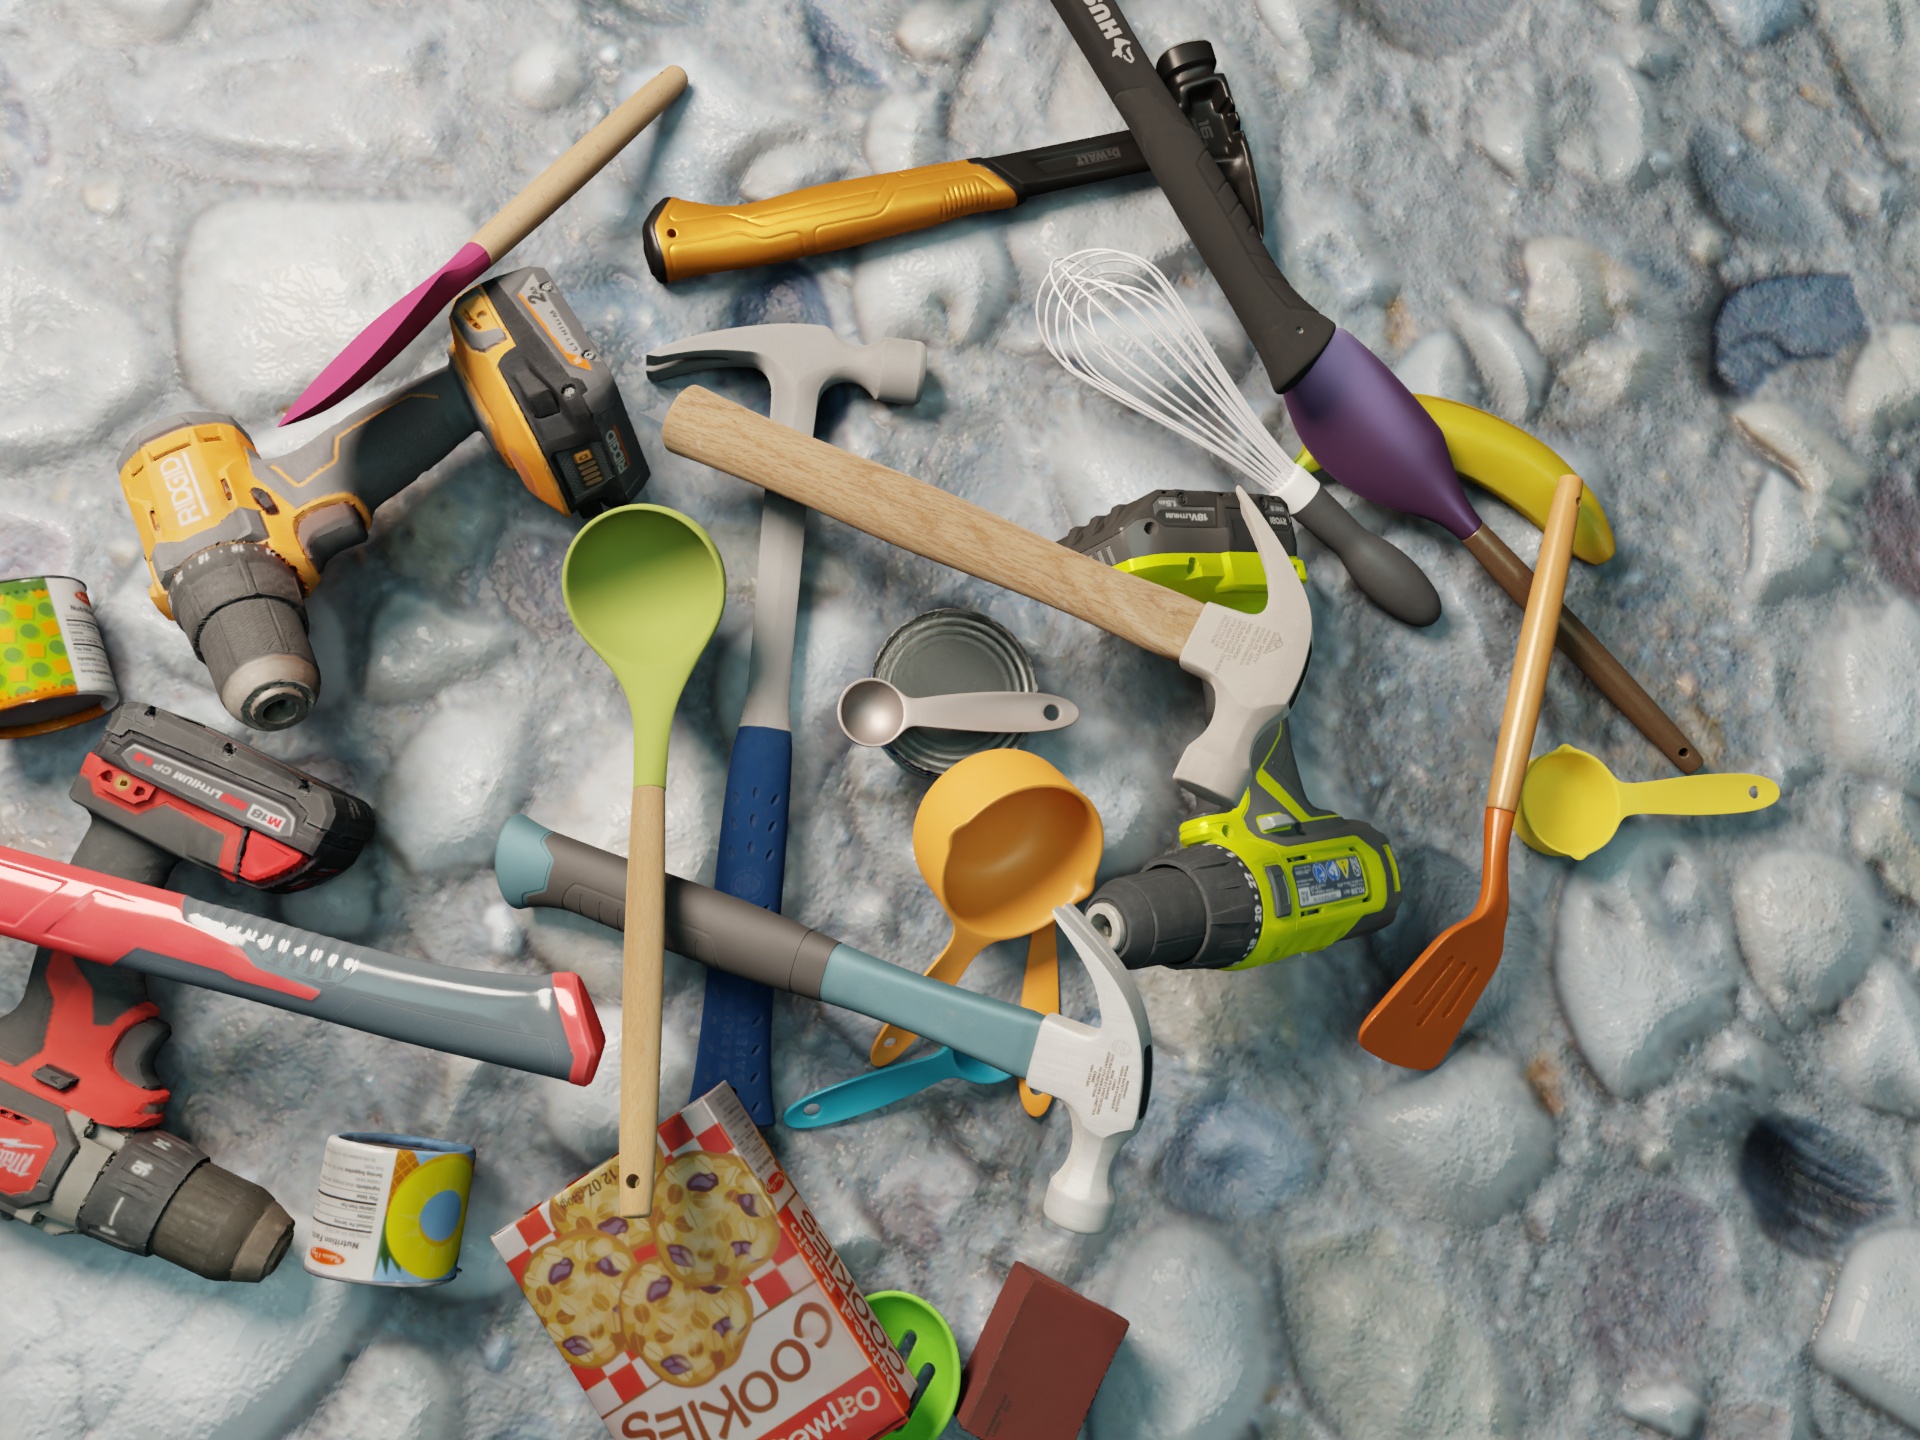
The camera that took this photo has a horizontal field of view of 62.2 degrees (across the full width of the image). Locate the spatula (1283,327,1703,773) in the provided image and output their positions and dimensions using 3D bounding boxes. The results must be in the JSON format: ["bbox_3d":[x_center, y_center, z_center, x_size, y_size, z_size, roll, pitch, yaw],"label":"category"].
[{"bbox_3d":[0.291,-0.082,0.858,0.316,0.018,0.060,44,102,-7],"label":"spatula"}]

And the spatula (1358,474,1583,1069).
[{"bbox_3d":[0.276,0.023,0.823,0.081,0.041,0.323,25,76,-41],"label":"spatula"}]

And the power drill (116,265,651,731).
[{"bbox_3d":[-0.263,-0.103,0.738,0.226,0.084,0.186,-27,56,-11],"label":"power drill"}]

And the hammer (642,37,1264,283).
[{"bbox_3d":[-0.002,-0.279,0.859,0.337,0.034,0.127,-15,82,-10],"label":"hammer"}]

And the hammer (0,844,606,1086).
[{"bbox_3d":[-0.343,0.103,0.666,0.386,0.038,0.143,17,85,-4],"label":"hammer"}]

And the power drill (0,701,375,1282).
[{"bbox_3d":[-0.352,0.126,0.718,0.188,0.080,0.227,27,80,-3],"label":"power drill"}]

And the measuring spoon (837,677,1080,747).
[{"bbox_3d":[-0.001,-0.003,0.788,0.124,0.018,0.034,0,79,-15],"label":"measuring spoon"}]

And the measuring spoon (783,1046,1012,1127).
[{"bbox_3d":[-0.027,0.172,0.788,0.128,0.021,0.042,-19,115,-3],"label":"measuring spoon"}]

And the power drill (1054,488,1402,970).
[{"bbox_3d":[0.118,0.009,0.774,0.190,0.080,0.228,-4,77,-40],"label":"power drill"}]

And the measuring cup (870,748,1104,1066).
[{"bbox_3d":[-0.003,0.091,0.788,0.095,0.052,0.173,26,105,-36],"label":"measuring cup"}]

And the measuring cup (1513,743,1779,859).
[{"bbox_3d":[0.369,0.043,0.864,0.156,0.029,0.062,-2,81,-13],"label":"measuring cup"}]

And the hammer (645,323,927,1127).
[{"bbox_3d":[-0.103,-0.007,0.796,0.144,0.035,0.406,5,80,-8],"label":"hammer"}]

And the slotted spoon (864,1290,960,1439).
[{"bbox_3d":[-0.094,0.409,0.731,0.070,0.031,0.314,28,79,15],"label":"slotted spoon"}]

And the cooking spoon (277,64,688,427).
[{"bbox_3d":[-0.217,-0.237,0.766,0.017,0.069,0.319,52,49,-27],"label":"cooking spoon"}]

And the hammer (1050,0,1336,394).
[{"bbox_3d":[0.097,-0.319,0.843,0.146,0.035,0.335,-25,80,-13],"label":"hammer"}]

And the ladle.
[{"bbox_3d":[-0.142,0.052,0.705,0.078,0.062,0.320,-5,68,6],"label":"ladle"}]

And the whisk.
[{"bbox_3d":[0.152,-0.143,0.833,0.284,0.070,0.070,39,77,-14],"label":"whisk"}]

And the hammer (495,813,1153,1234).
[{"bbox_3d":[-0.071,0.111,0.721,0.331,0.033,0.128,17,93,18],"label":"hammer"}]

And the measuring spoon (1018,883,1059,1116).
[{"bbox_3d":[0.041,0.141,0.804,0.021,0.011,0.117,5,80,-8],"label":"measuring spoon"}]

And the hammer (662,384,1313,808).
[{"bbox_3d":[0.005,-0.086,0.734,0.331,0.031,0.130,25,82,17],"label":"hammer"}]
